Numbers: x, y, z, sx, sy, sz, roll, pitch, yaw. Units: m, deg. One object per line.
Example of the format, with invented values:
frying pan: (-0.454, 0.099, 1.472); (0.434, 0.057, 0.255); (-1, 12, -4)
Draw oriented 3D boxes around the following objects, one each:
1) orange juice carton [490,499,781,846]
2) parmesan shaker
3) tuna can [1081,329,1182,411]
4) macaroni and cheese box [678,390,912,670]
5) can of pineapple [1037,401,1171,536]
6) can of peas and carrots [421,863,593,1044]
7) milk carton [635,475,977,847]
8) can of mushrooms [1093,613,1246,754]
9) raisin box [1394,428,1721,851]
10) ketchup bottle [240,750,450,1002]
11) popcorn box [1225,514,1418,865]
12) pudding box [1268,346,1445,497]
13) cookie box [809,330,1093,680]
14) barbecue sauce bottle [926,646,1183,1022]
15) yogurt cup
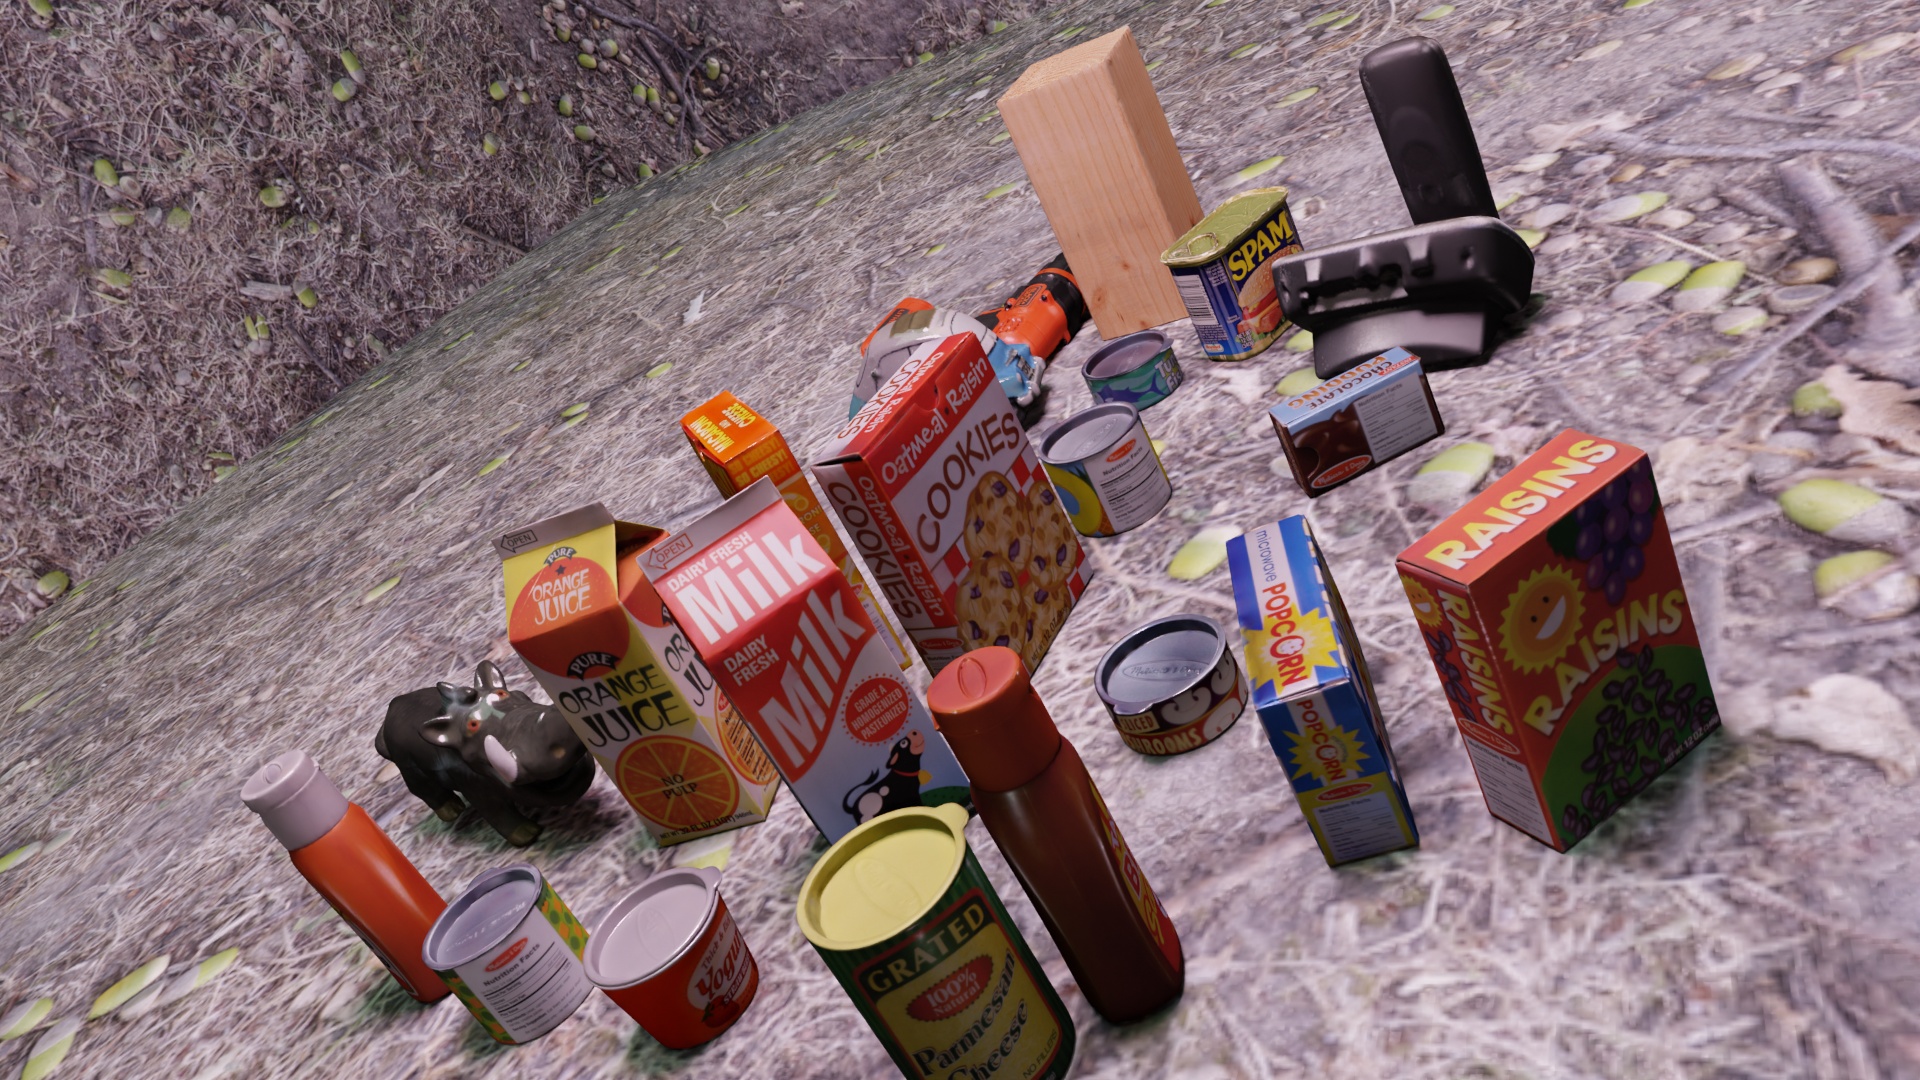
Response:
orange juice carton: (-0.170, 0.065, 0.744); (0.071, 0.192, 0.073); (-18, 27, 20)
parmesan shaker: (-0.005, 0.157, 0.511); (0.071, 0.102, 0.071); (-23, 25, 12)
tuna can: (0.124, -0.119, 0.985); (0.071, 0.032, 0.071); (-23, 26, 12)
macaroni and cheese box: (-0.101, 0.000, 0.828); (0.040, 0.166, 0.124); (-33, 25, -11)
can of pineapple: (0.088, -0.044, 0.850); (0.071, 0.057, 0.071); (-23, 26, 12)
can of peas and carrots: (-0.222, 0.204, 0.692); (0.071, 0.058, 0.071); (-23, 26, 12)
milk carton: (-0.072, 0.065, 0.650); (0.072, 0.190, 0.073); (-35, 26, -13)
can of mushrooms: (0.098, 0.069, 0.655); (0.071, 0.033, 0.071); (-23, 26, 12)
raisin box: (0.215, 0.036, 0.496); (0.086, 0.123, 0.040); (-34, 25, -12)
ketchup bottle: (-0.316, 0.176, 0.734); (0.044, 0.148, 0.065); (-39, 27, -22)
popcorn box: (0.146, 0.057, 0.570); (0.038, 0.085, 0.127); (-21, 26, 16)
pudding box: (0.219, -0.066, 0.770); (0.084, 0.049, 0.030); (-27, 25, 3)
cookie box: (0.003, -0.009, 0.741); (0.040, 0.167, 0.123); (-8, 32, 37)
barbecue sauce bottle: (0.035, 0.107, 0.513); (0.043, 0.148, 0.065); (-27, 25, 3)
yogurt cup: (-0.128, 0.191, 0.628); (0.072, 0.053, 0.073); (-23, 26, 12)
